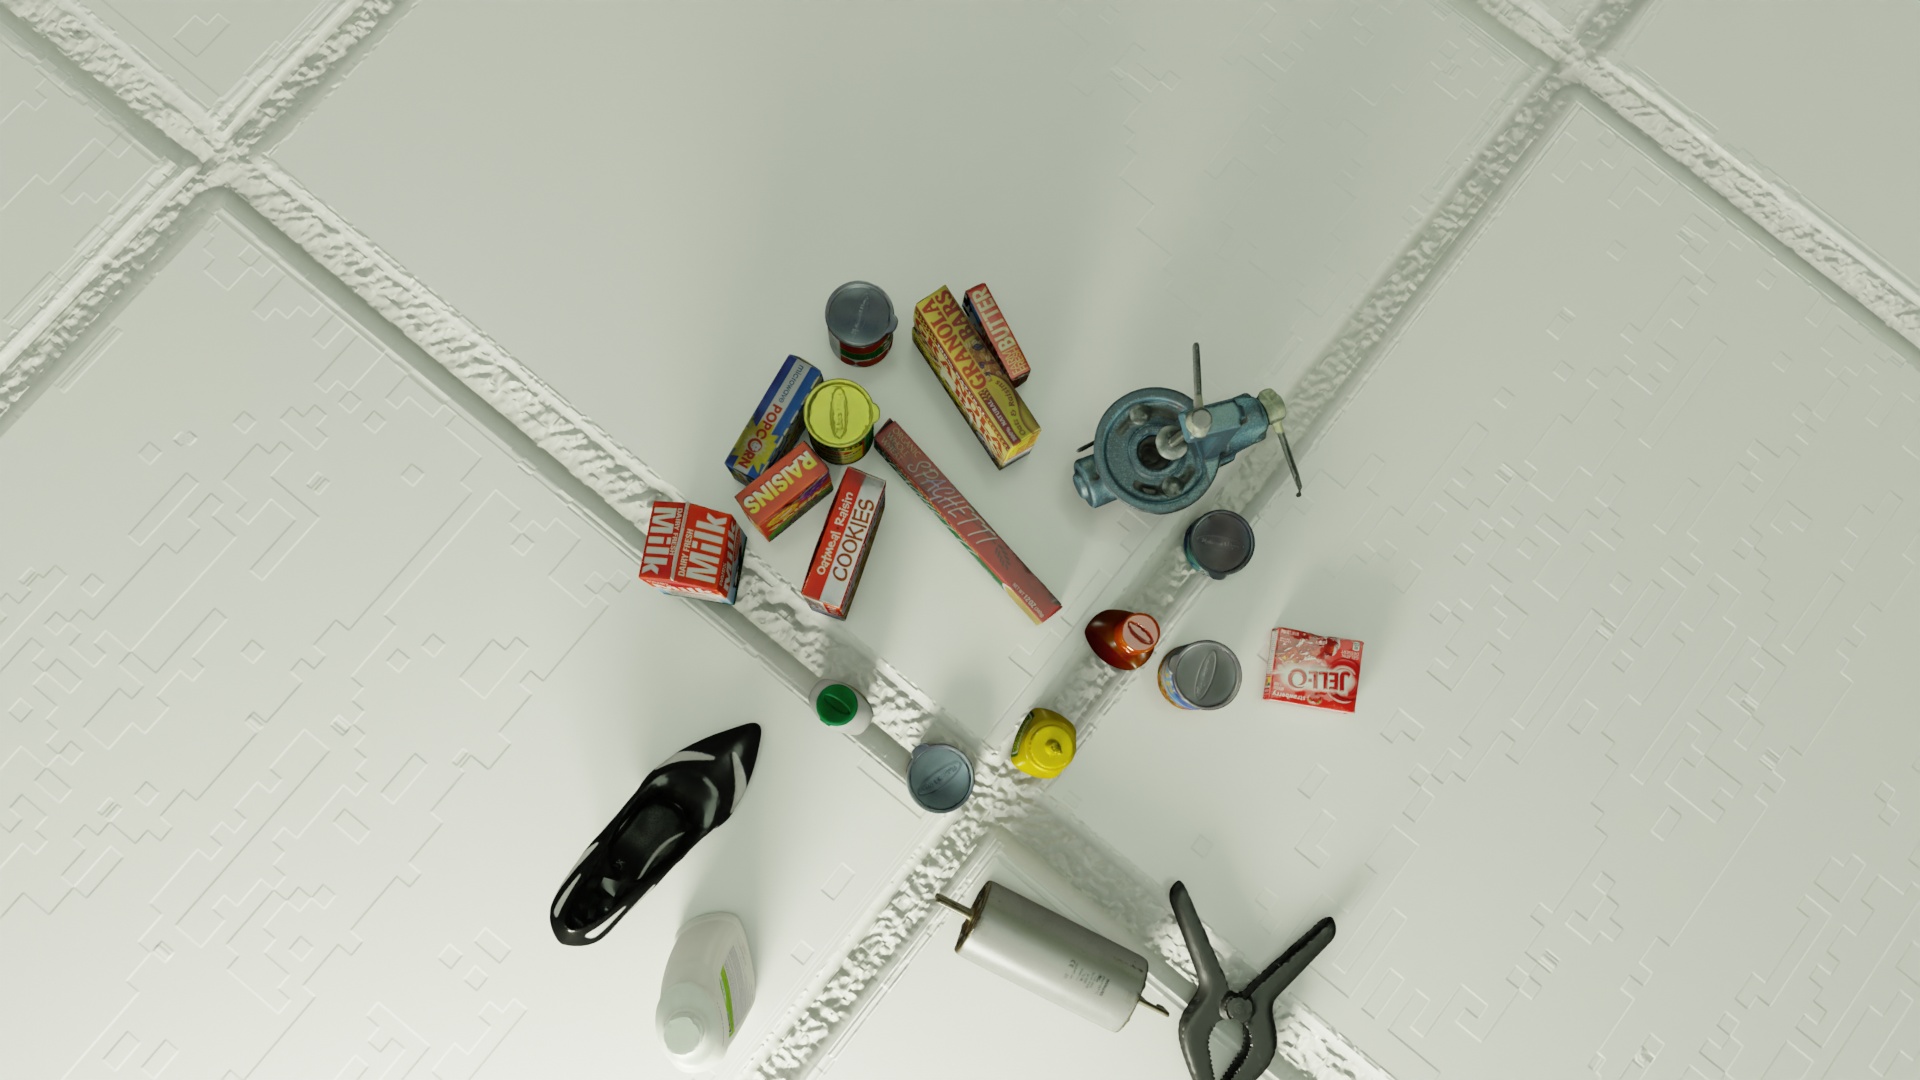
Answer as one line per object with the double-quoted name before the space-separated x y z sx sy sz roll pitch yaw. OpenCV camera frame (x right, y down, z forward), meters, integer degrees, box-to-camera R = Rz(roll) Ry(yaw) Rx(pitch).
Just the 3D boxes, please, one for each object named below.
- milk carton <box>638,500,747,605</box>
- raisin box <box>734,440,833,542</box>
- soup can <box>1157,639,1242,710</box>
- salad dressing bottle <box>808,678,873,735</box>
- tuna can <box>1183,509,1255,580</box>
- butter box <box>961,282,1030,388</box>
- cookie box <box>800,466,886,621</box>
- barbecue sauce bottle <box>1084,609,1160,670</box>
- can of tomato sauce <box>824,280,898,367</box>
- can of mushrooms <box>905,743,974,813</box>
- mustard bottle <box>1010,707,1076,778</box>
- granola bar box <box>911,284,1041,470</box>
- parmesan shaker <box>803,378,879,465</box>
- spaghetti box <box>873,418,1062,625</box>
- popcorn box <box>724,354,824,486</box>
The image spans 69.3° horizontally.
"milk carton" -0.246 0.012 1.279 0.073 0.190 0.072 10 82 -2
"raisin box" -0.166 -0.045 1.325 0.086 0.123 0.040 -39 86 -7
"soup can" 0.227 0.130 1.343 0.071 0.083 0.071 0 82 -3
"salad dressing bottle" -0.112 0.154 1.288 0.064 0.147 0.044 34 82 2
"tuna can" 0.258 0.006 1.388 0.071 0.033 0.071 0 82 -3
"butter box" 0.036 -0.204 1.394 0.024 0.053 0.103 -27 85 -6
"cookie box" -0.108 0.007 1.299 0.040 0.167 0.123 19 82 -1
"barbecue sauce bottle" 0.156 0.092 1.312 0.065 0.148 0.044 42 83 3
"can of tomato sauce" -0.097 -0.212 1.373 0.071 0.083 0.071 0 82 -3
"can of mushrooms" -0.021 0.227 1.341 0.071 0.033 0.071 0 82 -3
"mustard bottle" 0.080 0.189 1.288 0.049 0.160 0.065 23 82 0
"granola bar box" 0.012 -0.154 1.350 0.039 0.124 0.165 -33 85 -7
"parmesan shaker" -0.114 -0.113 1.348 0.071 0.103 0.071 0 83 -3
"spaghetti box" 0.005 -0.017 1.368 0.029 0.050 0.250 -42 86 -7
"popcorn box" -0.178 -0.111 1.353 0.038 0.085 0.127 29 82 1
